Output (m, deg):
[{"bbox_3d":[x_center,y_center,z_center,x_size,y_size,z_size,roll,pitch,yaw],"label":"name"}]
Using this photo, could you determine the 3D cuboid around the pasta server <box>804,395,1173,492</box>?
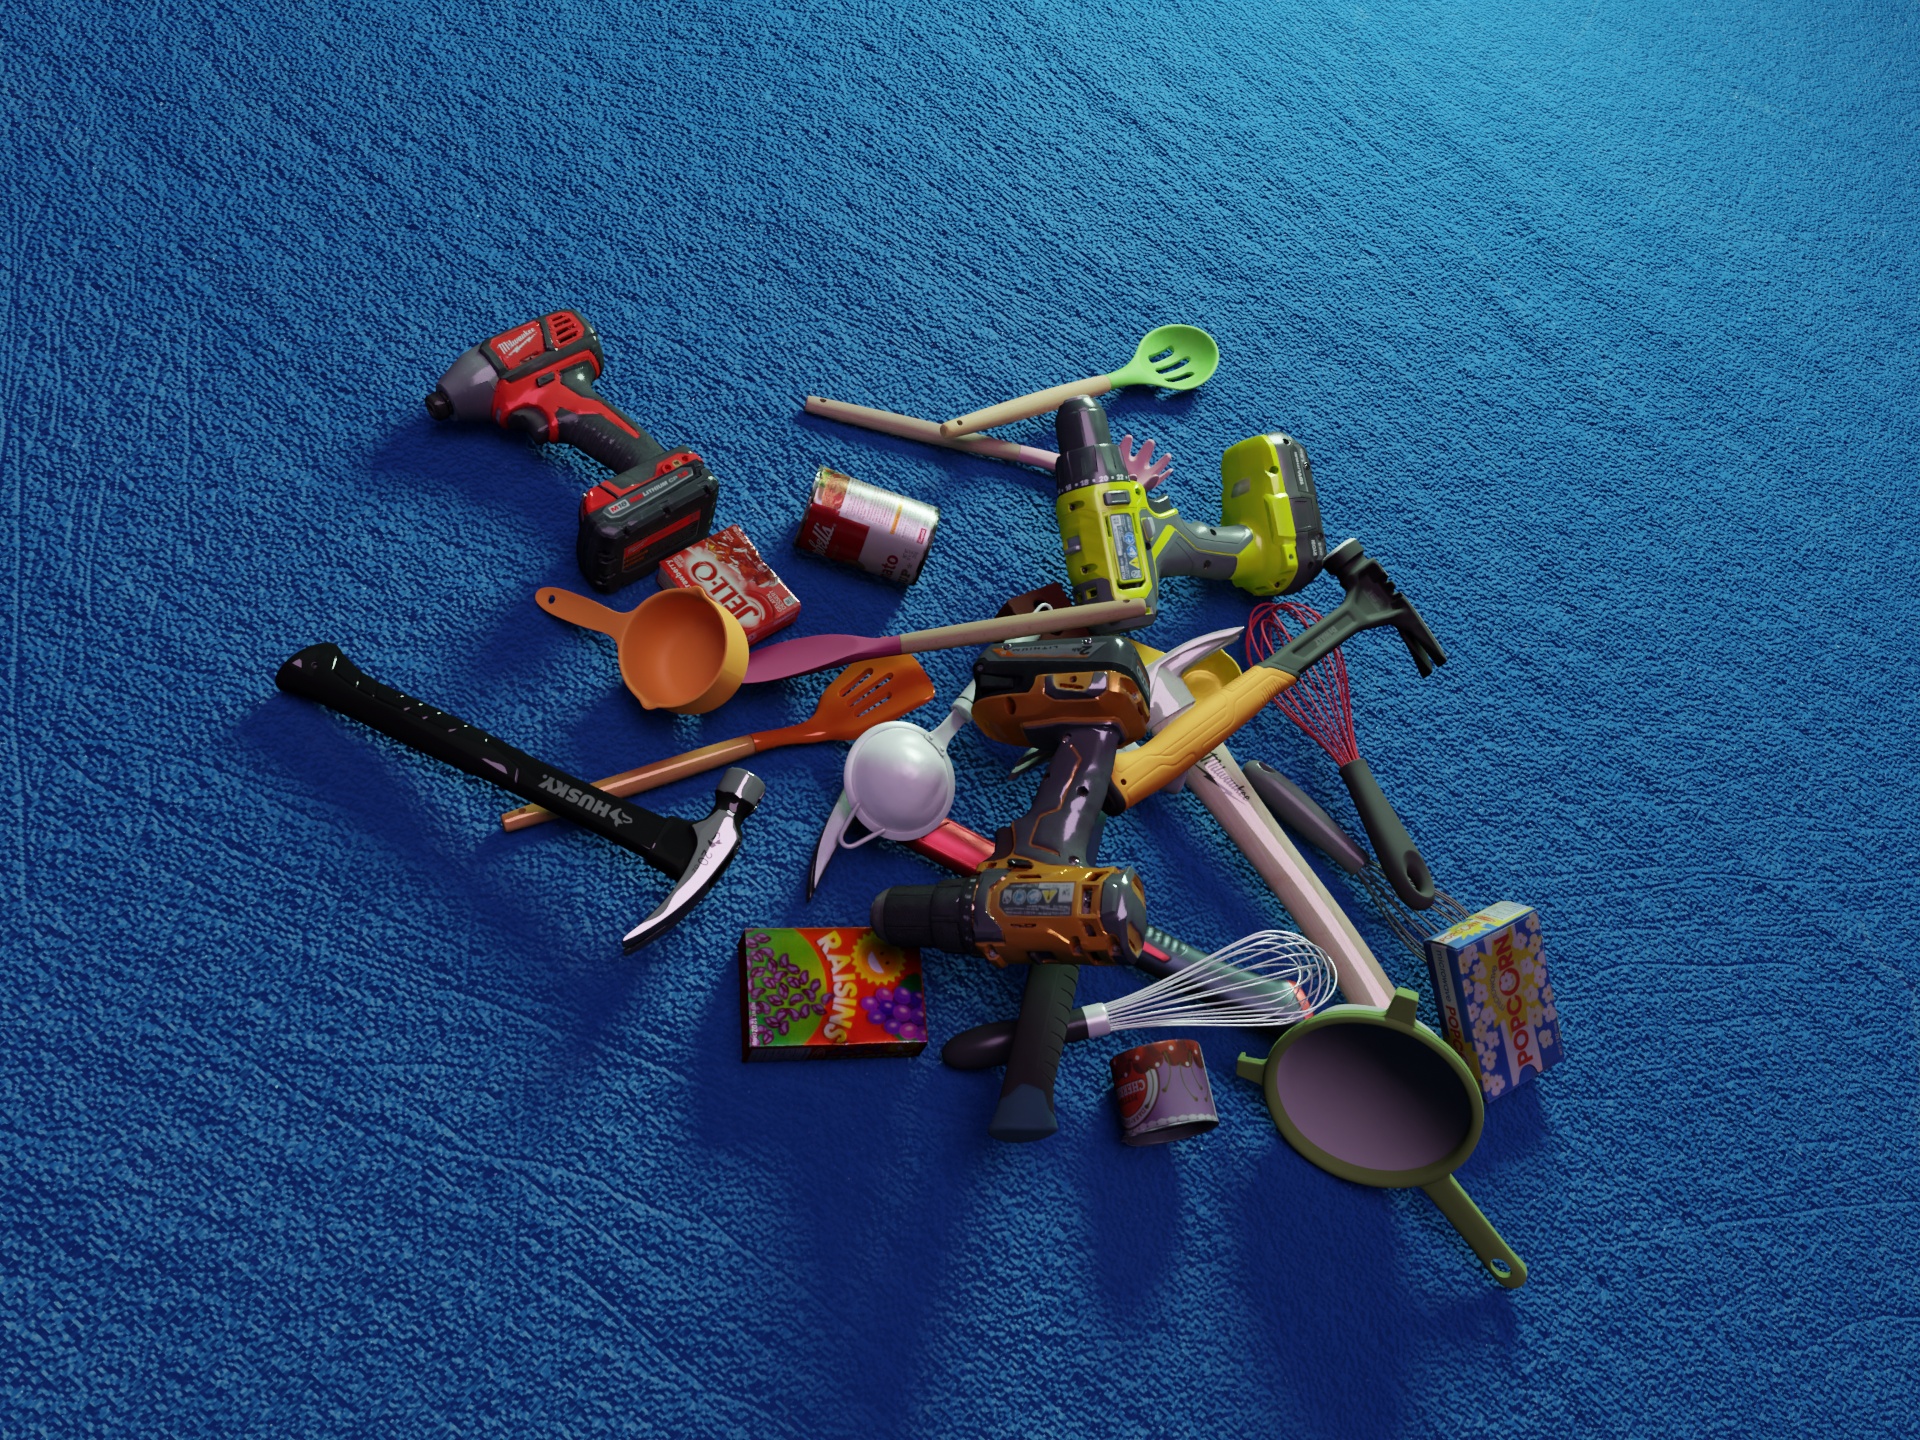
[{"bbox_3d":[0.025,-0.240,1.353,0.316,0.040,0.060,12,43,-10],"label":"pasta server"}]

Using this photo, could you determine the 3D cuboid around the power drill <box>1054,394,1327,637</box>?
[{"bbox_3d":[0.180,-0.175,1.308,0.228,0.080,0.190,-9,87,-28],"label":"power drill"}]

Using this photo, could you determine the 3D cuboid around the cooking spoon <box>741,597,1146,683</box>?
[{"bbox_3d":[-0.019,-0.060,1.190,0.319,0.017,0.069,-9,25,1],"label":"cooking spoon"}]

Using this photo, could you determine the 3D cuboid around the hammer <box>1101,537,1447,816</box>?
[{"bbox_3d":[0.230,-0.017,1.212,0.337,0.034,0.127,-33,81,-28],"label":"hammer"}]

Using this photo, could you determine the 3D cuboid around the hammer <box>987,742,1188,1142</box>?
[{"bbox_3d":[0.075,0.140,1.110,0.128,0.033,0.331,19,54,-4],"label":"hammer"}]

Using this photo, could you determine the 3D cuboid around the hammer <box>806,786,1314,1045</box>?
[{"bbox_3d":[0.079,0.152,1.162,0.386,0.038,0.143,28,60,-2],"label":"hammer"}]

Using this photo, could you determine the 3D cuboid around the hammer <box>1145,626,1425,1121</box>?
[{"bbox_3d":[0.264,0.122,1.219,0.146,0.038,0.411,-32,78,-8],"label":"hammer"}]

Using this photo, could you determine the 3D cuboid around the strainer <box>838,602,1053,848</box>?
[{"bbox_3d":[-0.002,-0.004,1.167,0.087,0.050,0.258,46,59,-11],"label":"strainer"}]

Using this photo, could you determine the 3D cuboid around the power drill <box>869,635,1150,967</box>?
[{"bbox_3d":[0.039,0.060,1.087,0.185,0.084,0.226,-3,60,20],"label":"power drill"}]

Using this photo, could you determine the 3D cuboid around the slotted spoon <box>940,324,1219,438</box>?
[{"bbox_3d":[0.107,-0.291,1.394,0.313,0.031,0.070,-23,71,-32],"label":"slotted spoon"}]

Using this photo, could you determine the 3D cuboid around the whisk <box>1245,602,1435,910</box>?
[{"bbox_3d":[0.305,0.021,1.270,0.073,0.073,0.296,-8,59,-21],"label":"whisk"}]

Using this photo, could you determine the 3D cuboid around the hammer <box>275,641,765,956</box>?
[{"bbox_3d":[-0.313,0.036,1.084,0.335,0.035,0.146,25,63,3],"label":"hammer"}]

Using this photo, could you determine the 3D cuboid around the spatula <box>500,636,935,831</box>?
[{"bbox_3d":[-0.174,0.017,1.152,0.322,0.041,0.081,-19,46,-23],"label":"spatula"}]

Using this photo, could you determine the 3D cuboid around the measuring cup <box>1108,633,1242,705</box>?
[{"bbox_3d":[0.154,-0.045,1.303,0.156,0.029,0.062,20,66,7],"label":"measuring cup"}]

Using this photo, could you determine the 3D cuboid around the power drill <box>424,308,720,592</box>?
[{"bbox_3d":[-0.298,-0.212,1.217,0.143,0.078,0.220,-33,74,-29],"label":"power drill"}]

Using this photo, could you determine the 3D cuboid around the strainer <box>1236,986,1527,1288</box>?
[{"bbox_3d":[0.328,0.293,1.138,0.256,0.151,0.069,51,34,-9],"label":"strainer"}]

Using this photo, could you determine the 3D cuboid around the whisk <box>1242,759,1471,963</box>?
[{"bbox_3d":[0.317,0.112,1.256,0.239,0.055,0.055,42,59,12],"label":"whisk"}]

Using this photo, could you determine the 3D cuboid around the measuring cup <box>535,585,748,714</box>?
[{"bbox_3d":[-0.234,-0.062,1.172,0.174,0.052,0.095,21,87,23],"label":"measuring cup"}]

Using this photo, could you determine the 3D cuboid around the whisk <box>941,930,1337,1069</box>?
[{"bbox_3d":[0.126,0.204,1.113,0.284,0.070,0.070,-13,67,-5],"label":"whisk"}]
